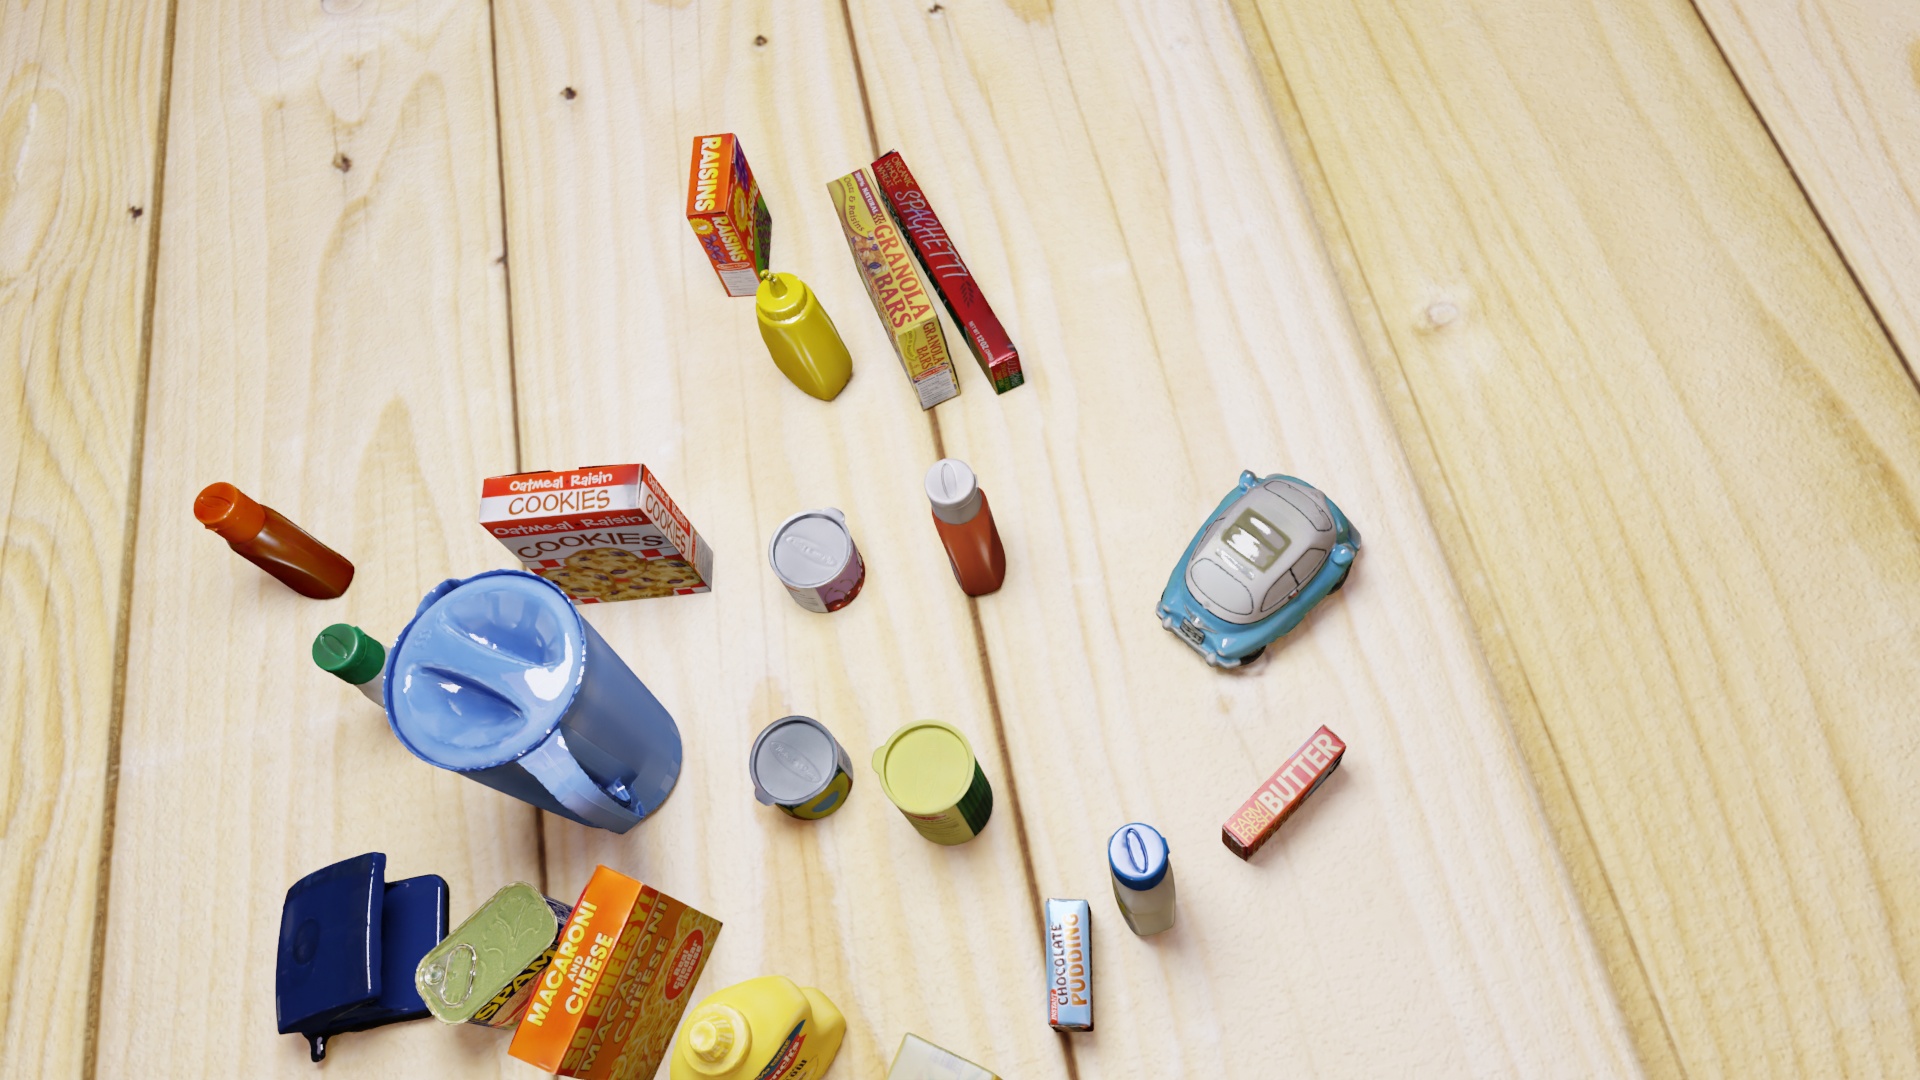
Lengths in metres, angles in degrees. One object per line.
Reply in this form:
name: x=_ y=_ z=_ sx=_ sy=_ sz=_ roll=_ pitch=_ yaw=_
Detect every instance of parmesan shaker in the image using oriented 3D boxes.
parmesan shaker: x=-0.018 y=0.172 z=0.984 sx=0.071 sy=0.102 sz=0.071 roll=-3 pitch=66 yaw=8

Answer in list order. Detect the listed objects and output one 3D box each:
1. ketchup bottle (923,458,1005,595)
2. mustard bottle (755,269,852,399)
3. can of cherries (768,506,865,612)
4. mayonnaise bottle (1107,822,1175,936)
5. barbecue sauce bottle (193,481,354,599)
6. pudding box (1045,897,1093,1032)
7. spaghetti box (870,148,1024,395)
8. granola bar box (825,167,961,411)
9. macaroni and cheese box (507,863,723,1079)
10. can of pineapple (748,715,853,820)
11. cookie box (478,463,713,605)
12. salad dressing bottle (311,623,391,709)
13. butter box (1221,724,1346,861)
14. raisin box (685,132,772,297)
ketchup bottle: x=0.004 y=-0.013 z=1.040 sx=0.043 sy=0.148 sz=0.065 roll=-12 pitch=65 yaw=4
mustard bottle: x=-0.133 y=-0.174 z=1.129 sx=0.065 sy=0.159 sz=0.049 roll=31 pitch=74 yaw=20
can of cherries: x=-0.110 y=0.015 z=1.095 sx=0.071 sy=0.058 sz=0.072 roll=-3 pitch=65 yaw=8
mayonnaise bottle: x=0.119 y=0.219 z=0.916 sx=0.041 sy=0.147 sz=0.065 roll=-17 pitch=64 yaw=1
barbecue sauce bottle: x=-0.558 y=0.001 z=1.124 sx=0.065 sy=0.148 sz=0.044 roll=12 pitch=69 yaw=14
pudding box: x=0.074 y=0.289 z=0.945 sx=0.030 sy=0.049 sz=0.084 roll=-3 pitch=65 yaw=8
spaghetti box: x=-0.013 y=-0.235 z=1.199 sx=0.029 sy=0.050 sz=0.251 roll=-27 pitch=64 yaw=-3
granola bar box: x=-0.054 y=-0.208 z=1.152 sx=0.039 sy=0.123 sz=0.166 roll=-24 pitch=64 yaw=-2
macaroni and cheese box: x=-0.225 y=0.294 z=0.926 sx=0.040 sy=0.166 sz=0.124 roll=17 pitch=70 yaw=16
can of pineapple: x=-0.118 y=0.170 z=1.026 sx=0.071 sy=0.057 sz=0.071 roll=-3 pitch=65 yaw=8
cookie box: x=-0.275 y=-0.003 z=1.070 sx=0.123 sy=0.167 sz=0.040 roll=-6 pitch=65 yaw=7
salad dressing bottle: x=-0.436 y=0.104 z=1.058 sx=0.064 sy=0.147 sz=0.044 roll=35 pitch=76 yaw=21
butter box: x=0.225 y=0.177 z=0.970 sx=0.104 sy=0.053 sz=0.024 roll=-42 pitch=66 yaw=-11
raisin box: x=-0.199 y=-0.281 z=1.210 sx=0.040 sy=0.123 sz=0.086 roll=-3 pitch=66 yaw=8
